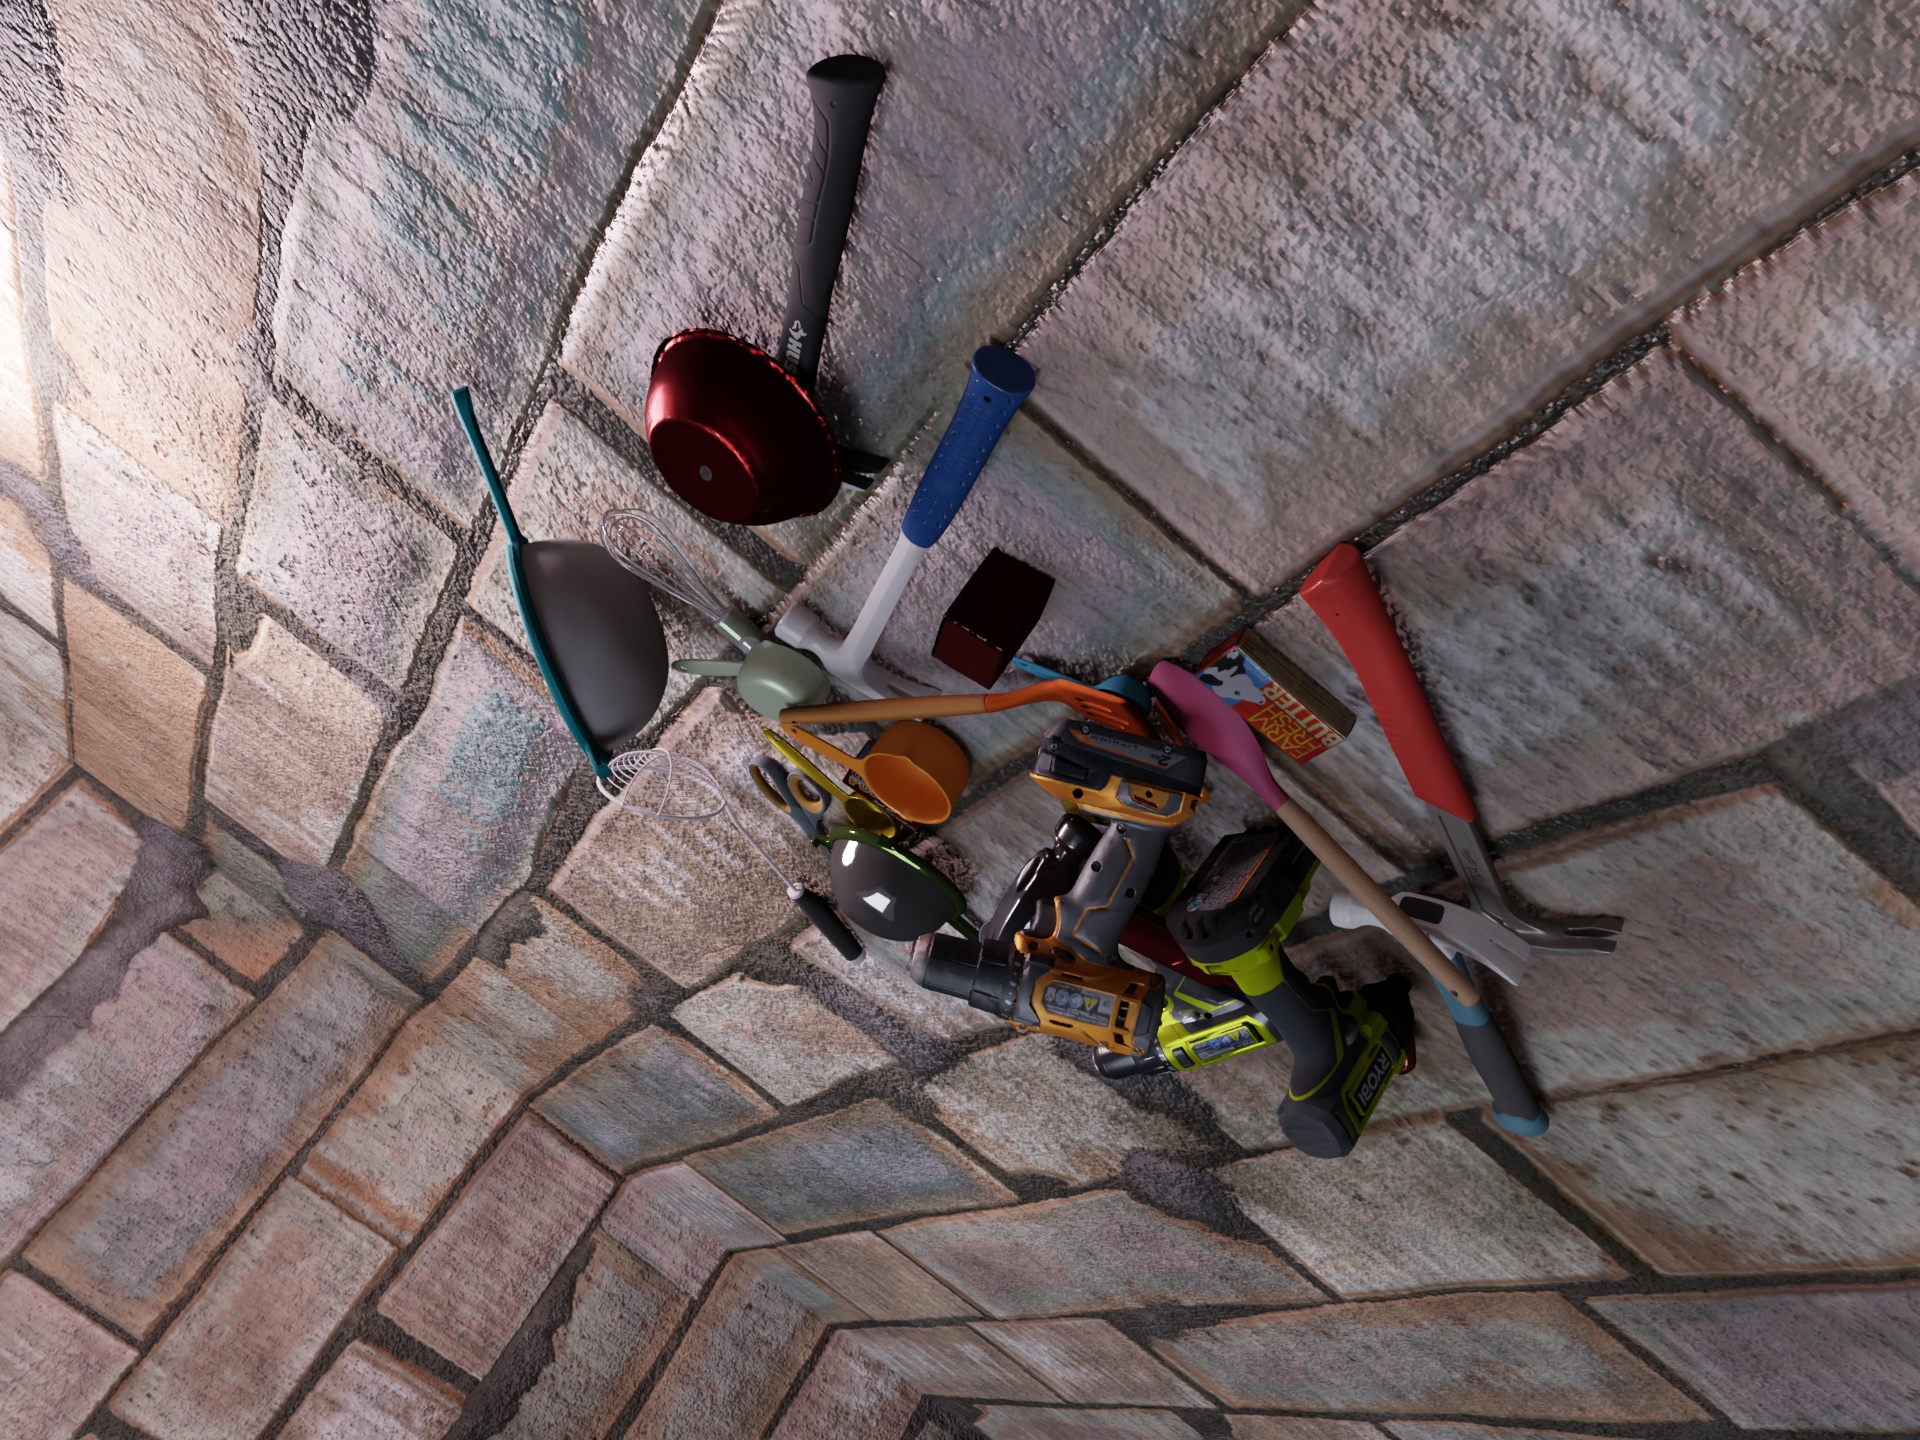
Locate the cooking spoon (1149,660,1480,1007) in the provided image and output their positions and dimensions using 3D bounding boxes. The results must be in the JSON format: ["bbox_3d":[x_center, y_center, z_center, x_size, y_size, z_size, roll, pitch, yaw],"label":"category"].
[{"bbox_3d":[0.245,0.078,1.117,0.319,0.017,0.068,47,154,13],"label":"cooking spoon"}]

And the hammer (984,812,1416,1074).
[{"bbox_3d":[0.204,0.213,1.273,0.386,0.143,0.038,27,-165,-19],"label":"hammer"}]

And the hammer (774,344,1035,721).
[{"bbox_3d":[-0.029,-0.126,1.157,0.144,0.035,0.405,35,148,0],"label":"hammer"}]

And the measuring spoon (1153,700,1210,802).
[{"bbox_3d":[0.163,0.026,1.190,0.021,0.011,0.116,46,172,47],"label":"measuring spoon"}]

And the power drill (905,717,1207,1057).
[{"bbox_3d":[0.071,0.113,1.140,0.185,0.226,0.084,13,180,3],"label":"power drill"}]

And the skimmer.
[{"bbox_3d":[-0.229,0.158,1.658,0.363,0.090,0.127,53,176,-31],"label":"skimmer"}]

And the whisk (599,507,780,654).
[{"bbox_3d":[-0.208,-0.093,1.352,0.246,0.059,0.058,41,119,-19],"label":"whisk"}]

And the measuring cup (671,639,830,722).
[{"bbox_3d":[-0.189,-0.030,1.356,0.168,0.038,0.083,4,145,32],"label":"measuring cup"}]

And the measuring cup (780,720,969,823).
[{"bbox_3d":[-0.072,0.024,1.379,0.174,0.052,0.095,26,147,17],"label":"measuring cup"}]

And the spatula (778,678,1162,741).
[{"bbox_3d":[-0.002,-0.004,1.237,0.322,0.041,0.080,-3,154,25],"label":"spatula"}]

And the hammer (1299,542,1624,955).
[{"bbox_3d":[0.319,0.030,1.053,0.149,0.037,0.358,0,135,42],"label":"hammer"}]

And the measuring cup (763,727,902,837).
[{"bbox_3d":[-0.116,0.050,1.476,0.156,0.029,0.062,40,148,-4],"label":"measuring cup"}]

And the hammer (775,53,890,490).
[{"bbox_3d":[-0.090,-0.277,1.015,0.146,0.035,0.334,32,147,5],"label":"hammer"}]

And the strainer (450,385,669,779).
[{"bbox_3d":[-0.328,-0.131,1.360,0.211,0.095,0.340,-120,12,-70],"label":"strainer"}]

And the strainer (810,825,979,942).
[{"bbox_3d":[-0.037,0.200,1.541,0.256,0.069,0.151,41,157,-23],"label":"strainer"}]

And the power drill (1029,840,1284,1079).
[{"bbox_3d":[0.157,0.213,1.352,0.190,0.080,0.228,-25,117,26],"label":"power drill"}]

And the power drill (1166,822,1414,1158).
[{"bbox_3d":[0.264,0.194,1.212,0.080,0.171,0.223,-13,117,49],"label":"power drill"}]

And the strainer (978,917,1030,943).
[{"bbox_3d":[0.092,0.176,1.444,0.087,0.050,0.258,33,143,-10],"label":"strainer"}]

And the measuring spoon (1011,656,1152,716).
[{"bbox_3d":[0.091,-0.034,1.193,0.129,0.021,0.042,22,166,34],"label":"measuring spoon"}]

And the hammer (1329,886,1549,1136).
[{"bbox_3d":[0.393,0.232,1.217,0.128,0.033,0.330,5,145,39],"label":"hammer"}]
